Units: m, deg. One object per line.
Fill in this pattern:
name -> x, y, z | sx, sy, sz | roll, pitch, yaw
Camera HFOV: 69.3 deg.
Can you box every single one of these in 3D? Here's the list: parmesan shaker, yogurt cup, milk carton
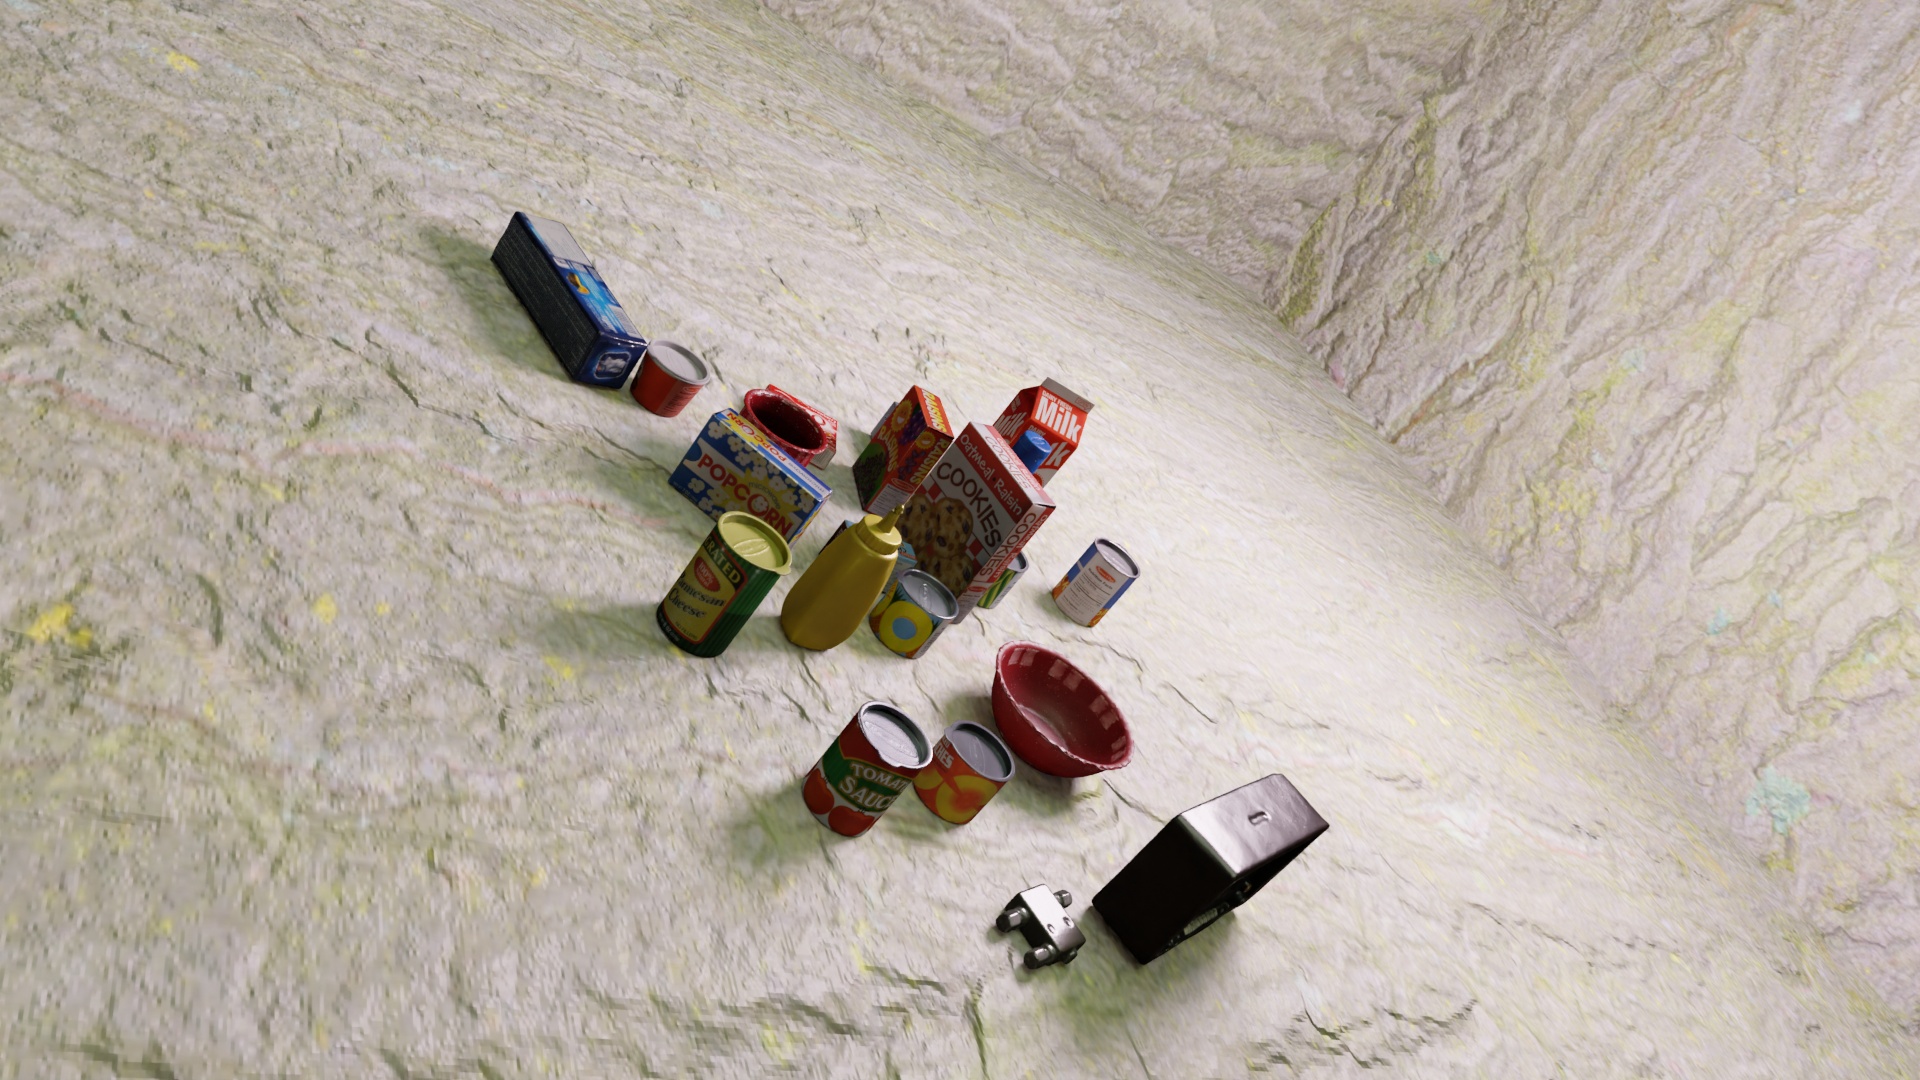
parmesan shaker -> -0.188, 0.038, 1.106 | 0.071, 0.102, 0.071 | 31, 25, -16
yogurt cup -> -0.289, -0.158, 1.369 | 0.072, 0.053, 0.073 | 31, 25, -16
milk carton -> 0.071, -0.102, 1.606 | 0.072, 0.189, 0.074 | 28, 26, -23

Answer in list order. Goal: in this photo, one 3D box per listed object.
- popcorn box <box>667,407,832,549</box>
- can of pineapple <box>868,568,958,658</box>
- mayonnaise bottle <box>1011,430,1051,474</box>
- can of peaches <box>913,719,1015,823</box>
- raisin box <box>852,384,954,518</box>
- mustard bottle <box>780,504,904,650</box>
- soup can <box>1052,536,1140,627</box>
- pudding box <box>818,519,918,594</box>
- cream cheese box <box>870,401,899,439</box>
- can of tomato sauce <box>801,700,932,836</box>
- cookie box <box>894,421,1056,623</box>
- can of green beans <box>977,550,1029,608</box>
popcorn box -> -0.192, -0.049, 1.275 | 0.127, 0.085, 0.038 | 39, 24, 1
can of pineapple -> -0.046, 0.068, 1.308 | 0.071, 0.057, 0.071 | 31, 25, -16
mayonnaise bottle -> 0.043, -0.055, 1.537 | 0.041, 0.147, 0.065 | 49, 26, 22
can of peaches -> 0.000, 0.192, 1.154 | 0.071, 0.058, 0.071 | 31, 25, -16
raisin box -> -0.062, -0.093, 1.487 | 0.040, 0.123, 0.086 | 25, 27, -29
mustard bottle -> -0.092, 0.026, 1.191 | 0.065, 0.159, 0.049 | 16, 32, -42
soup can -> 0.156, 0.047, 1.593 | 0.071, 0.083, 0.072 | 31, 25, -16
pudding box -> -0.089, 0.017, 1.346 | 0.084, 0.049, 0.030 | 21, 29, -34
cream cheese box -> -0.071, -0.108, 1.586 | 0.024, 0.053, 0.104 | 23, 28, -32
can of tomato sauce -> -0.072, 0.175, 1.053 | 0.071, 0.082, 0.071 | 31, 25, -16
cookie box -> 0.005, -0.017, 1.394 | 0.040, 0.166, 0.123 | 8, 38, -49
can of green beans -> 0.030, 0.030, 1.479 | 0.071, 0.057, 0.071 | 31, 25, -16
